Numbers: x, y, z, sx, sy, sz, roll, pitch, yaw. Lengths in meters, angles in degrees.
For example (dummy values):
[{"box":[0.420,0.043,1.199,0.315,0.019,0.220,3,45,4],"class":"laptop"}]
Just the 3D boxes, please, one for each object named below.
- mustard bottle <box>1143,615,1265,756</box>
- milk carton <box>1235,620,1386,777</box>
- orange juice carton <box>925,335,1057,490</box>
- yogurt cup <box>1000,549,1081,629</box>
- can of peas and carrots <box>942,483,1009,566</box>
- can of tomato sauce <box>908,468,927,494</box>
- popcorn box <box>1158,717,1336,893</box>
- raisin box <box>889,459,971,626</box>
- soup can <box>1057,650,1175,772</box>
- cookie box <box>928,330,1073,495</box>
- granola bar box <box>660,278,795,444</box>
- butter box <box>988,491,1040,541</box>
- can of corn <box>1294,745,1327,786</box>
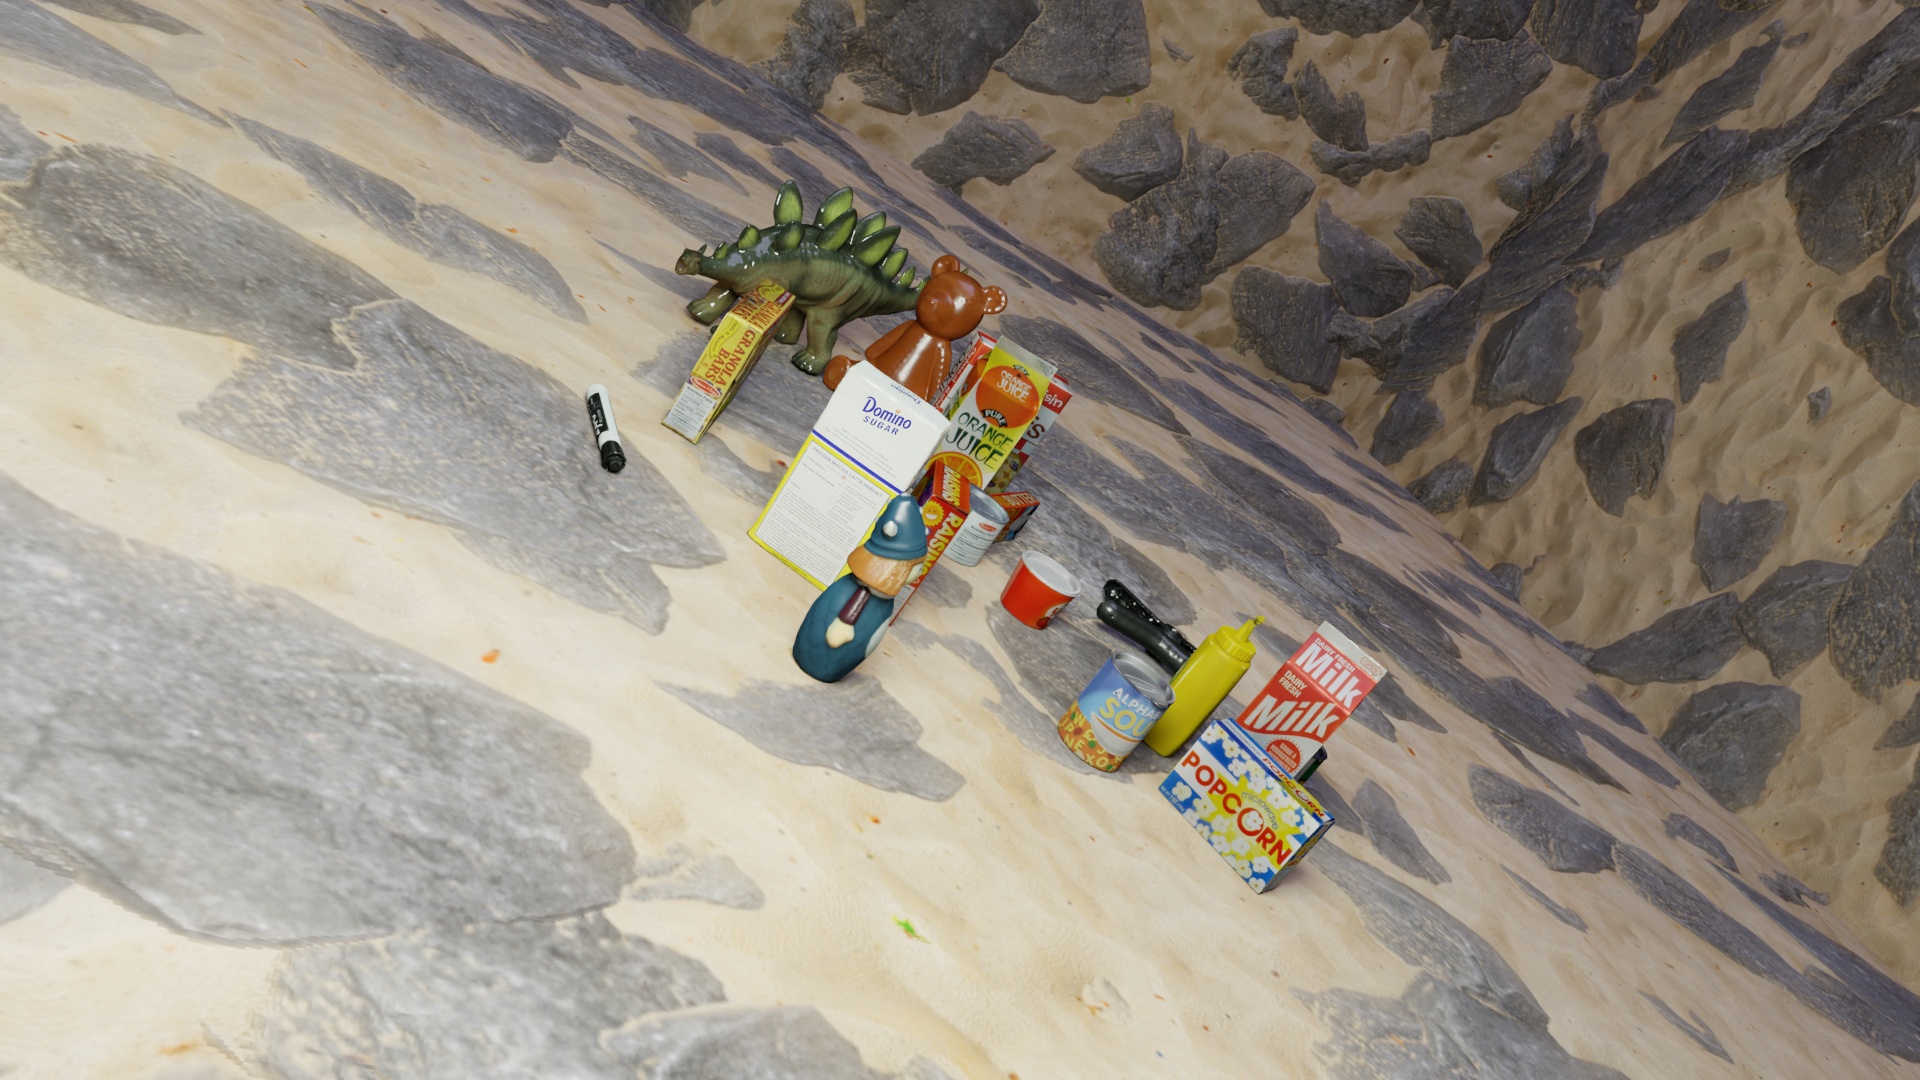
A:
[{"box":[0.226,0.126,1.273,0.049,0.159,0.065,40,20,13],"class":"mustard bottle"},{"box":[0.296,0.165,1.254,0.072,0.190,0.073,41,20,16],"class":"milk carton"},{"box":[0.019,-0.120,1.454,0.072,0.192,0.073,31,20,-14],"class":"orange juice carton"},{"box":[0.076,0.050,1.362,0.072,0.053,0.073,31,20,-12],"class":"yogurt cup"},{"box":[0.005,-0.017,1.395,0.071,0.058,0.071,31,20,-12],"class":"can of peas and carrots"},{"box":[-0.053,-0.021,1.273,0.071,0.083,0.071,31,20,-12],"class":"can of tomato sauce"},{"box":[0.242,0.224,1.185,0.127,0.085,0.038,46,22,27],"class":"popcorn box"},{"box":[-0.040,0.001,1.183,0.040,0.123,0.086,32,19,-11],"class":"raisin box"},{"box":[0.133,0.148,1.186,0.071,0.083,0.071,31,20,-12],"class":"soup can"},{"box":[0.026,-0.131,1.528,0.123,0.167,0.040,27,21,-24],"class":"cookie box"},{"box":[-0.213,-0.170,1.294,0.039,0.123,0.166,33,19,-8],"class":"granola bar box"},{"box":[0.043,-0.025,1.483,0.024,0.053,0.104,42,20,18],"class":"butter box"},{"box":[0.319,0.214,1.376,0.071,0.058,0.071,31,20,-12],"class":"can of corn"}]
